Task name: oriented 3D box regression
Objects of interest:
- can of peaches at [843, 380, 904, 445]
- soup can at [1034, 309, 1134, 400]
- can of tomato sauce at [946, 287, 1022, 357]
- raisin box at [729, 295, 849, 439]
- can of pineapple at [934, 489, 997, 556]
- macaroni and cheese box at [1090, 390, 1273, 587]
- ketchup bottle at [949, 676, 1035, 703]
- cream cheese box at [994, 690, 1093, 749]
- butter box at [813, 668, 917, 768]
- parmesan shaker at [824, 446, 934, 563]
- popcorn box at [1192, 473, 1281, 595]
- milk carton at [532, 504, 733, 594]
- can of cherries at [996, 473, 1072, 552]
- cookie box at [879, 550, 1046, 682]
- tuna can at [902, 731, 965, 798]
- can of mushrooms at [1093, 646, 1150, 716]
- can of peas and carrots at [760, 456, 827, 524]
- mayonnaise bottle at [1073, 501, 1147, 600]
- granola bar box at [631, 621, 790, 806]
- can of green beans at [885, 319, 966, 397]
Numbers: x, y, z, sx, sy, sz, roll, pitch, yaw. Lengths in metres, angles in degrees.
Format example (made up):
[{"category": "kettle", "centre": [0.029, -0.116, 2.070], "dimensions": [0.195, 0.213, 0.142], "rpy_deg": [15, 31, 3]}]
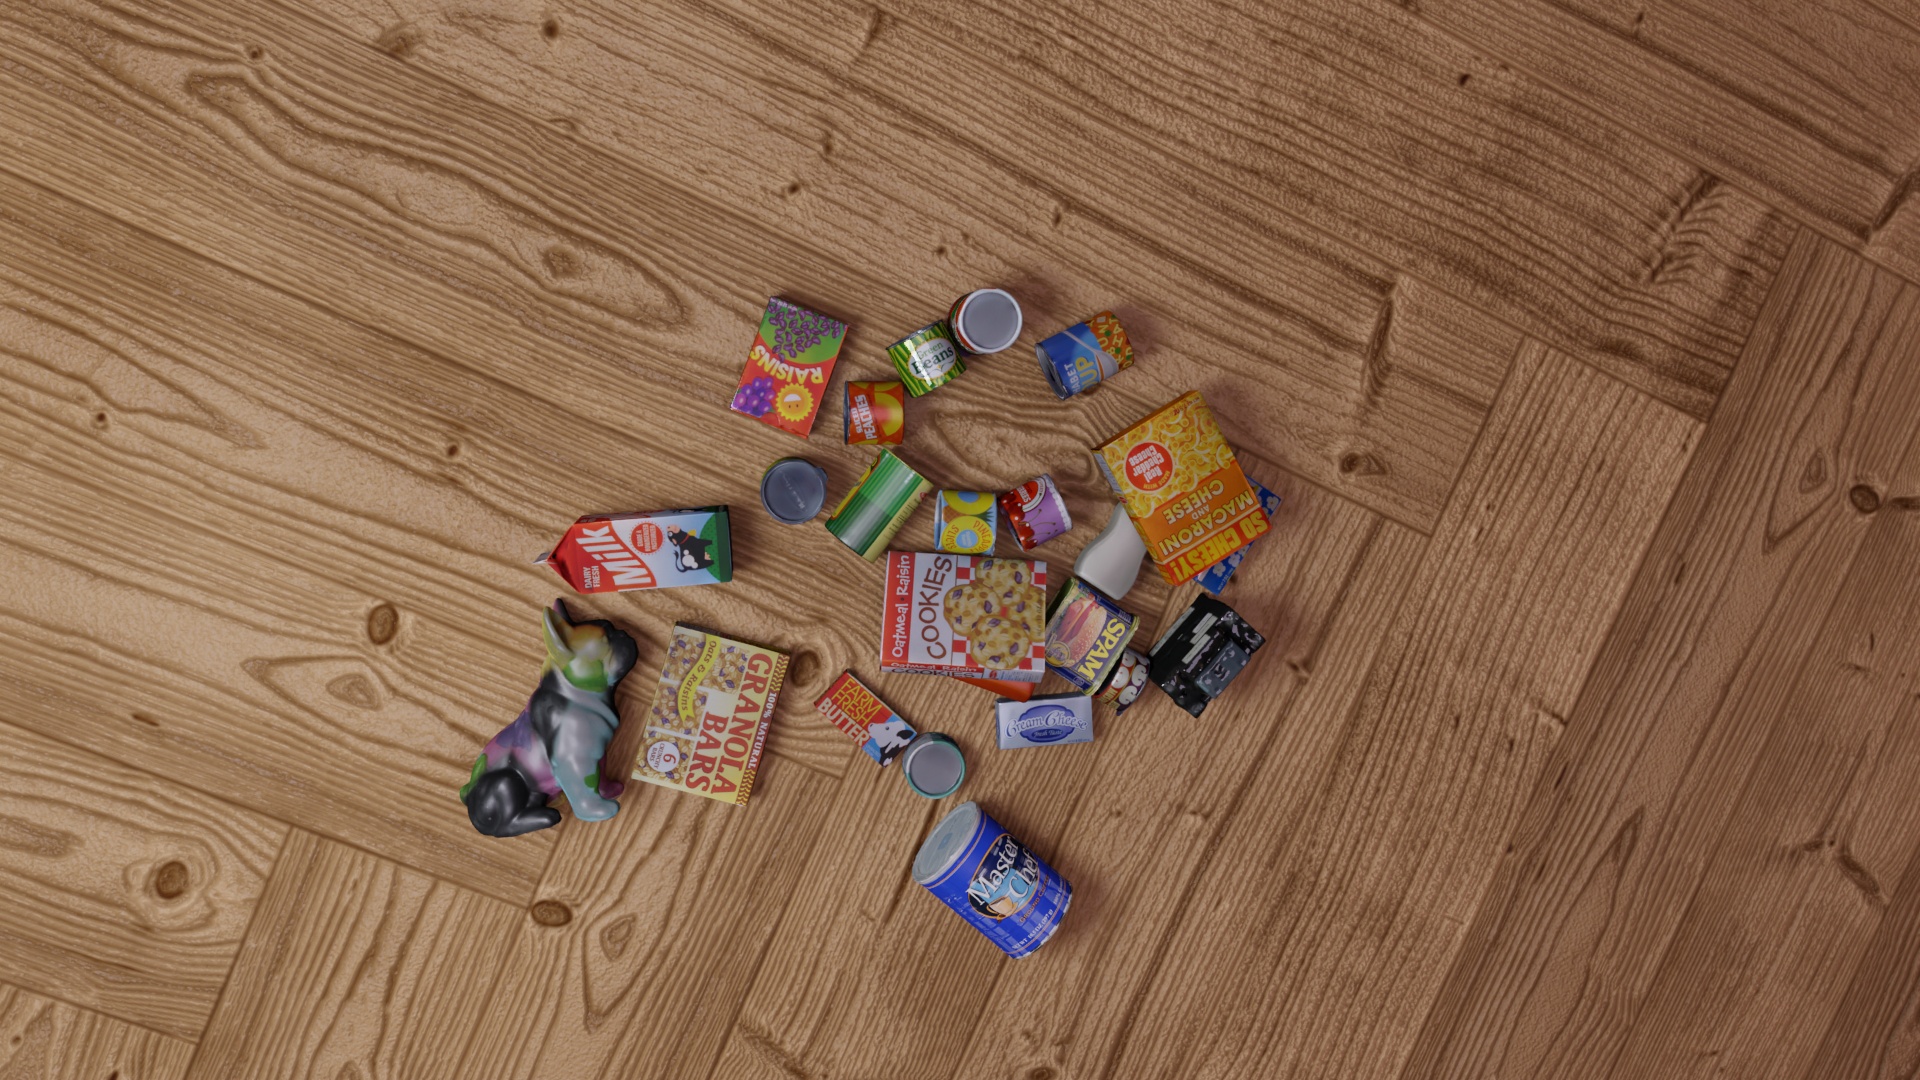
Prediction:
[{"category": "can of peaches", "centre": [-0.088, -0.129, 1.417], "dimensions": [0.058, 0.071, 0.071], "rpy_deg": [0, 97, -9]}, {"category": "soup can", "centre": [0.130, -0.191, 1.442], "dimensions": [0.084, 0.071, 0.071], "rpy_deg": [-27, 100, -5]}, {"category": "can of tomato sauce", "centre": [0.023, -0.221, 1.416], "dimensions": [0.071, 0.083, 0.071], "rpy_deg": [-1, 97, -8]}, {"category": "raisin box", "centre": [-0.174, -0.176, 1.415], "dimensions": [0.086, 0.040, 0.123], "rpy_deg": [20, 94, -11]}, {"category": "can of pineapple", "centre": [0.005, -0.018, 1.444], "dimensions": [0.058, 0.071, 0.071], "rpy_deg": [3, 96, -8]}, {"category": "macaroni and cheese box", "centre": [0.231, -0.055, 1.448], "dimensions": [0.124, 0.040, 0.166], "rpy_deg": [-31, 99, -6]}, {"category": "ketchup bottle", "centre": [0.007, 0.128, 1.466], "dimensions": [0.149, 0.064, 0.043], "rpy_deg": [19, 81, -2]}, {"category": "cream cheese box", "centre": [0.090, 0.194, 1.503], "dimensions": [0.104, 0.024, 0.053], "rpy_deg": [-4, 96, -8]}, {"category": "butter box", "centre": [-0.101, 0.188, 1.474], "dimensions": [0.103, 0.024, 0.053], "rpy_deg": [42, 89, -11]}, {"category": "parmesan shaker", "centre": [-0.085, -0.036, 1.427], "dimensions": [0.071, 0.071, 0.103], "rpy_deg": [38, 90, -11]}, {"category": "popcorn box", "centre": [0.274, -0.017, 1.500], "dimensions": [0.085, 0.038, 0.126], "rpy_deg": [33, 91, -12]}, {"category": "milk carton", "centre": [-0.327, 0.010, 1.396], "dimensions": [0.191, 0.072, 0.073], "rpy_deg": [-4, 98, -8]}, {"category": "can of cherries", "centre": [0.076, -0.031, 1.454], "dimensions": [0.058, 0.071, 0.071], "rpy_deg": [-26, 100, -3]}, {"category": "cookie box", "centre": [0.003, 0.079, 1.435], "dimensions": [0.167, 0.040, 0.123], "rpy_deg": [4, 65, -3]}, {"category": "tuna can", "centre": [-0.026, 0.243, 1.487], "dimensions": [0.071, 0.033, 0.071], "rpy_deg": [-1, 96, -8]}, {"category": "can of mushrooms", "centre": [0.171, 0.150, 1.488], "dimensions": [0.033, 0.071, 0.071], "rpy_deg": [30, 92, -10]}, {"category": "can of peas and carrots", "centre": [-0.170, -0.053, 1.419], "dimensions": [0.071, 0.059, 0.071], "rpy_deg": [-1, 97, -9]}, {"category": "mayonnaise bottle", "centre": [0.185, -0.012, 1.486], "dimensions": [0.065, 0.041, 0.148], "rpy_deg": [33, 89, -11]}, {"category": "granola bar box", "centre": [-0.258, 0.179, 1.443], "dimensions": [0.124, 0.039, 0.165], "rpy_deg": [16, 94, -9]}, {"category": "can of green beans", "centre": [-0.035, -0.186, 1.420], "dimensions": [0.071, 0.071, 0.057], "rpy_deg": [-29, 100, -4]}]
